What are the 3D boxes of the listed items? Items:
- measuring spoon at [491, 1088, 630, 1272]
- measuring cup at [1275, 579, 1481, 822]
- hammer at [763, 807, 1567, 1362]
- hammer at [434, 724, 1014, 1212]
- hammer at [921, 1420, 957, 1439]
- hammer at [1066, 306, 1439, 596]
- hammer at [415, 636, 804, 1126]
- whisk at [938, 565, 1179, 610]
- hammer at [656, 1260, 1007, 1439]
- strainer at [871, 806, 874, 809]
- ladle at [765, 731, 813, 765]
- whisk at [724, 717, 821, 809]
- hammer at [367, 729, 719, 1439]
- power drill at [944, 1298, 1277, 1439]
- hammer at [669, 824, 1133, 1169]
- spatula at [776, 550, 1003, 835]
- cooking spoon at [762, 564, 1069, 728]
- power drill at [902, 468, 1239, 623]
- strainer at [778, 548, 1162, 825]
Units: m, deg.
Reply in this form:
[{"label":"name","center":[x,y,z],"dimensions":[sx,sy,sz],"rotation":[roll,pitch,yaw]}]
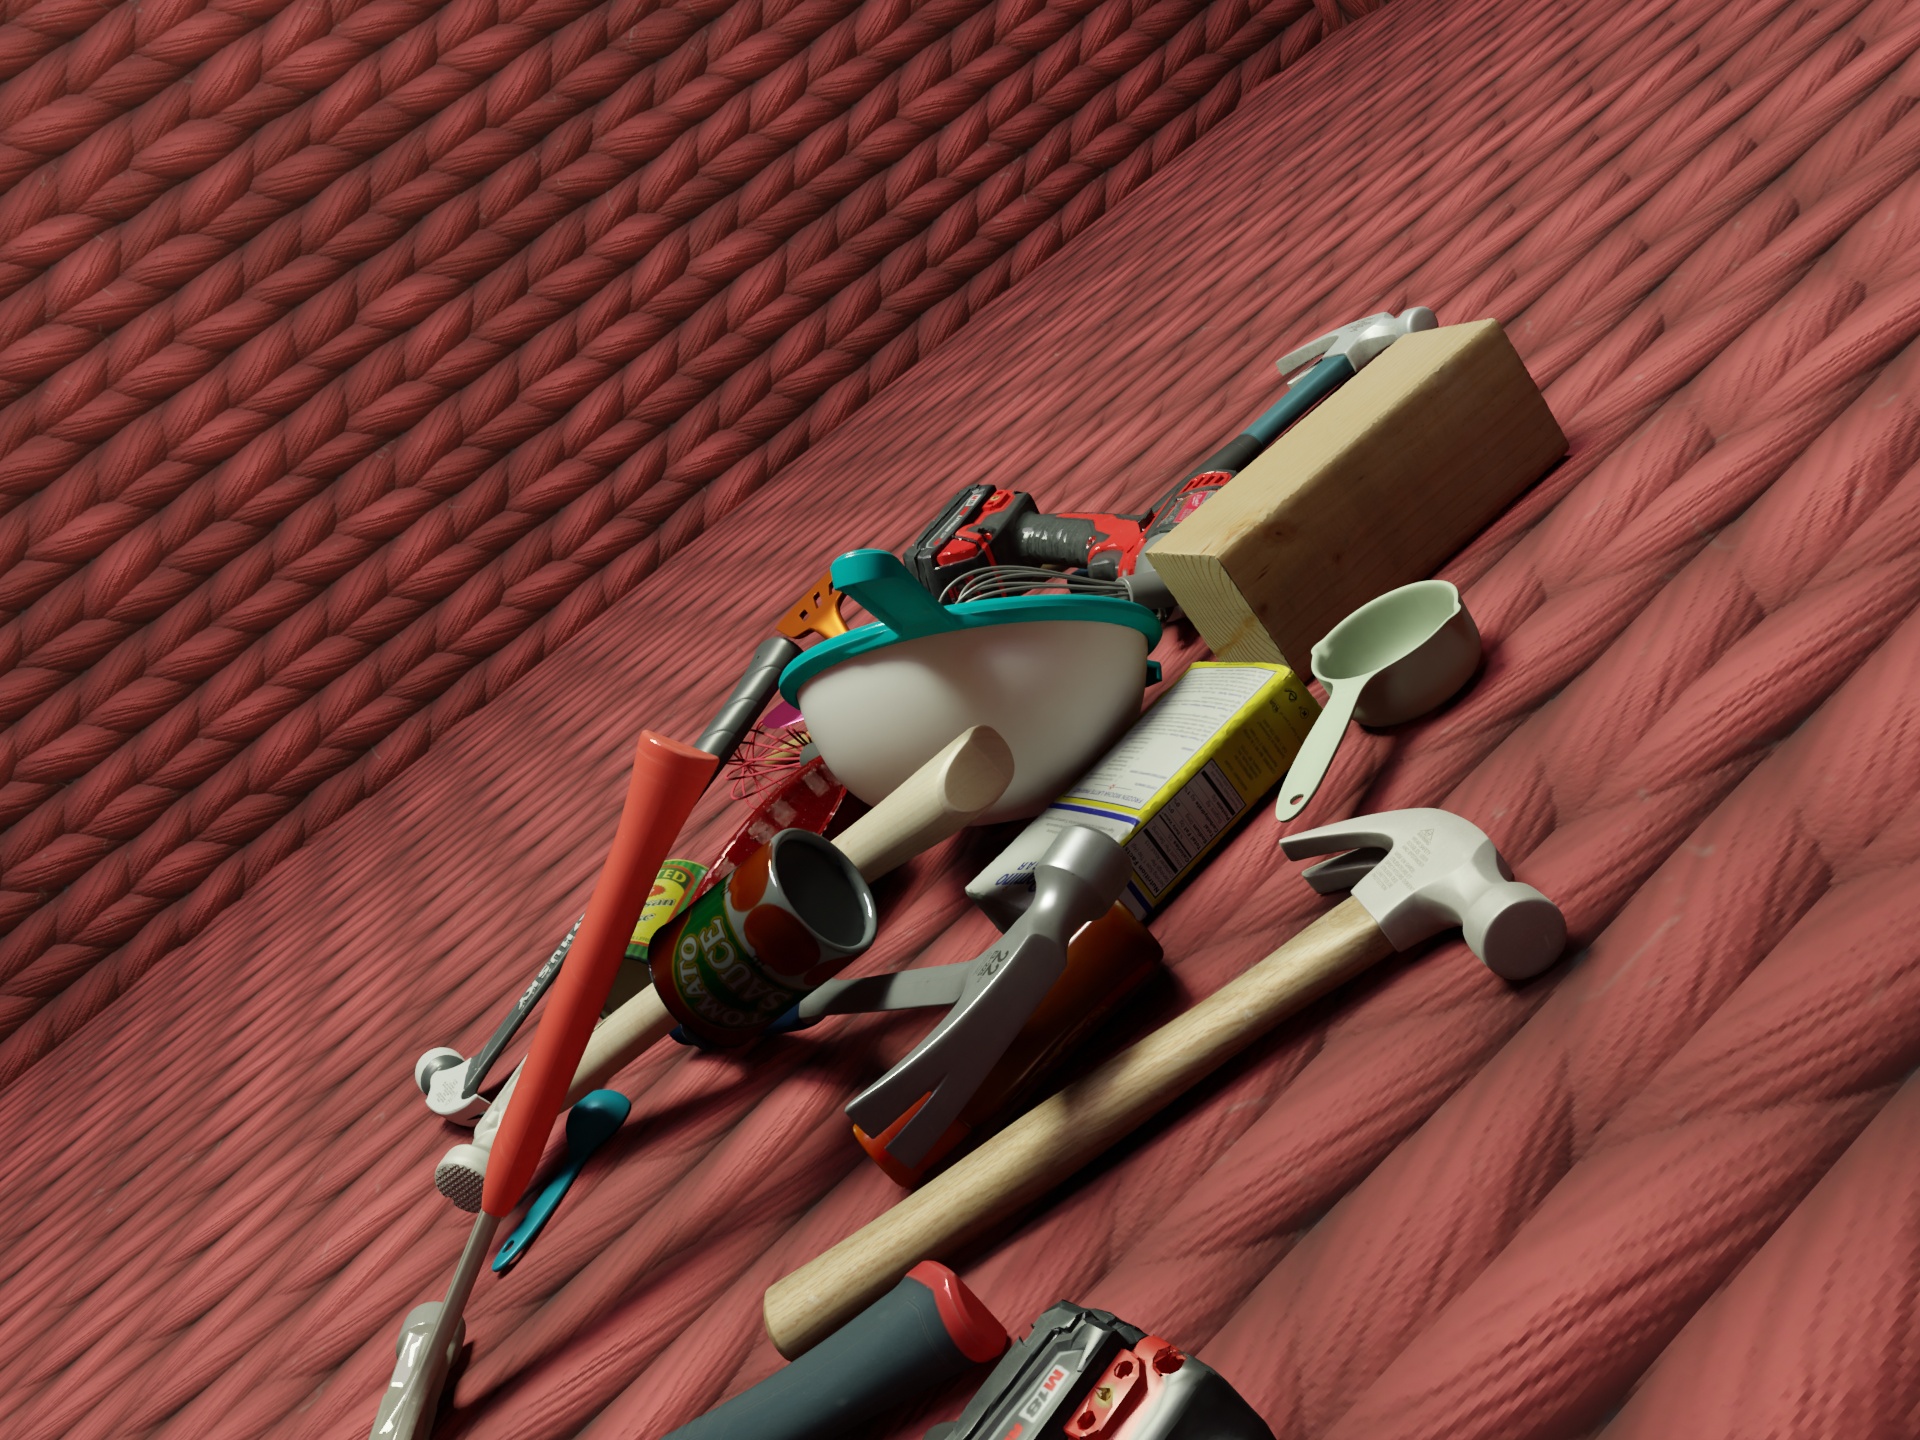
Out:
[{"label":"measuring spoon","center":[-0.230,0.253,0.895],"dimensions":[0.042,0.021,0.129],"rotation":[-24,20,35]},{"label":"measuring cup","center":[0.187,0.000,0.727],"dimensions":[0.083,0.038,0.168],"rotation":[-16,29,48]},{"label":"hammer","center":[0.063,0.141,0.611],"dimensions":[0.331,0.031,0.130],"rotation":[-36,18,5]},{"label":"hammer","center":[-0.123,0.120,0.832],"dimensions":[0.410,0.038,0.146],"rotation":[-38,12,29]},{"label":"hammer","center":[-0.102,0.331,0.439],"dimensions":[0.335,0.035,0.146],"rotation":[-42,18,-16]},{"label":"hammer","center":[0.208,-0.199,1.191],"dimensions":[0.331,0.033,0.128],"rotation":[-42,19,-14]},{"label":"hammer","center":[-0.238,0.107,1.124],"dimensions":[0.409,0.036,0.149],"rotation":[-55,25,-13]},{"label":"whisk","center":[0.096,-0.076,0.931],"dimensions":[0.239,0.055,0.055],"rotation":[-12,8,-23]},{"label":"hammer","center":[-0.151,0.311,0.576],"dimensions":[0.386,0.038,0.143],"rotation":[-33,19,13]},{"label":"strainer","center":[-0.056,0.051,1.051],"dimensions":[0.258,0.050,0.087],"rotation":[-43,8,0]},{"label":"ladle","center":[-0.085,0.002,1.195],"dimensions":[0.069,0.031,0.315],"rotation":[-32,5,-31]},{"label":"whisk","center":[-0.108,0.029,1.117],"dimensions":[0.073,0.073,0.296],"rotation":[-43,13,-20]},{"label":"hammer","center":[-0.192,0.176,0.716],"dimensions":[0.149,0.036,0.359],"rotation":[-128,60,-76]},{"label":"power drill","center":[0.060,0.232,0.323],"dimensions":[0.188,0.080,0.227],"rotation":[-46,23,-25]},{"label":"hammer","center":[-0.068,0.137,0.760],"dimensions":[0.144,0.035,0.405],"rotation":[-52,13,-27]},{"label":"spatula","center":[-0.048,-0.021,1.043],"dimensions":[0.081,0.041,0.323],"rotation":[-45,44,5]},{"label":"cooking spoon","center":[-0.005,-0.074,1.164],"dimensions":[0.319,0.017,0.069],"rotation":[-30,20,-17]},{"label":"power drill","center":[0.080,-0.106,1.064],"dimensions":[0.220,0.078,0.143],"rotation":[-1,36,32]},{"label":"strainer","center":[-0.001,-0.003,0.801],"dimensions":[0.211,0.095,0.340],"rotation":[-11,-11,10]}]
